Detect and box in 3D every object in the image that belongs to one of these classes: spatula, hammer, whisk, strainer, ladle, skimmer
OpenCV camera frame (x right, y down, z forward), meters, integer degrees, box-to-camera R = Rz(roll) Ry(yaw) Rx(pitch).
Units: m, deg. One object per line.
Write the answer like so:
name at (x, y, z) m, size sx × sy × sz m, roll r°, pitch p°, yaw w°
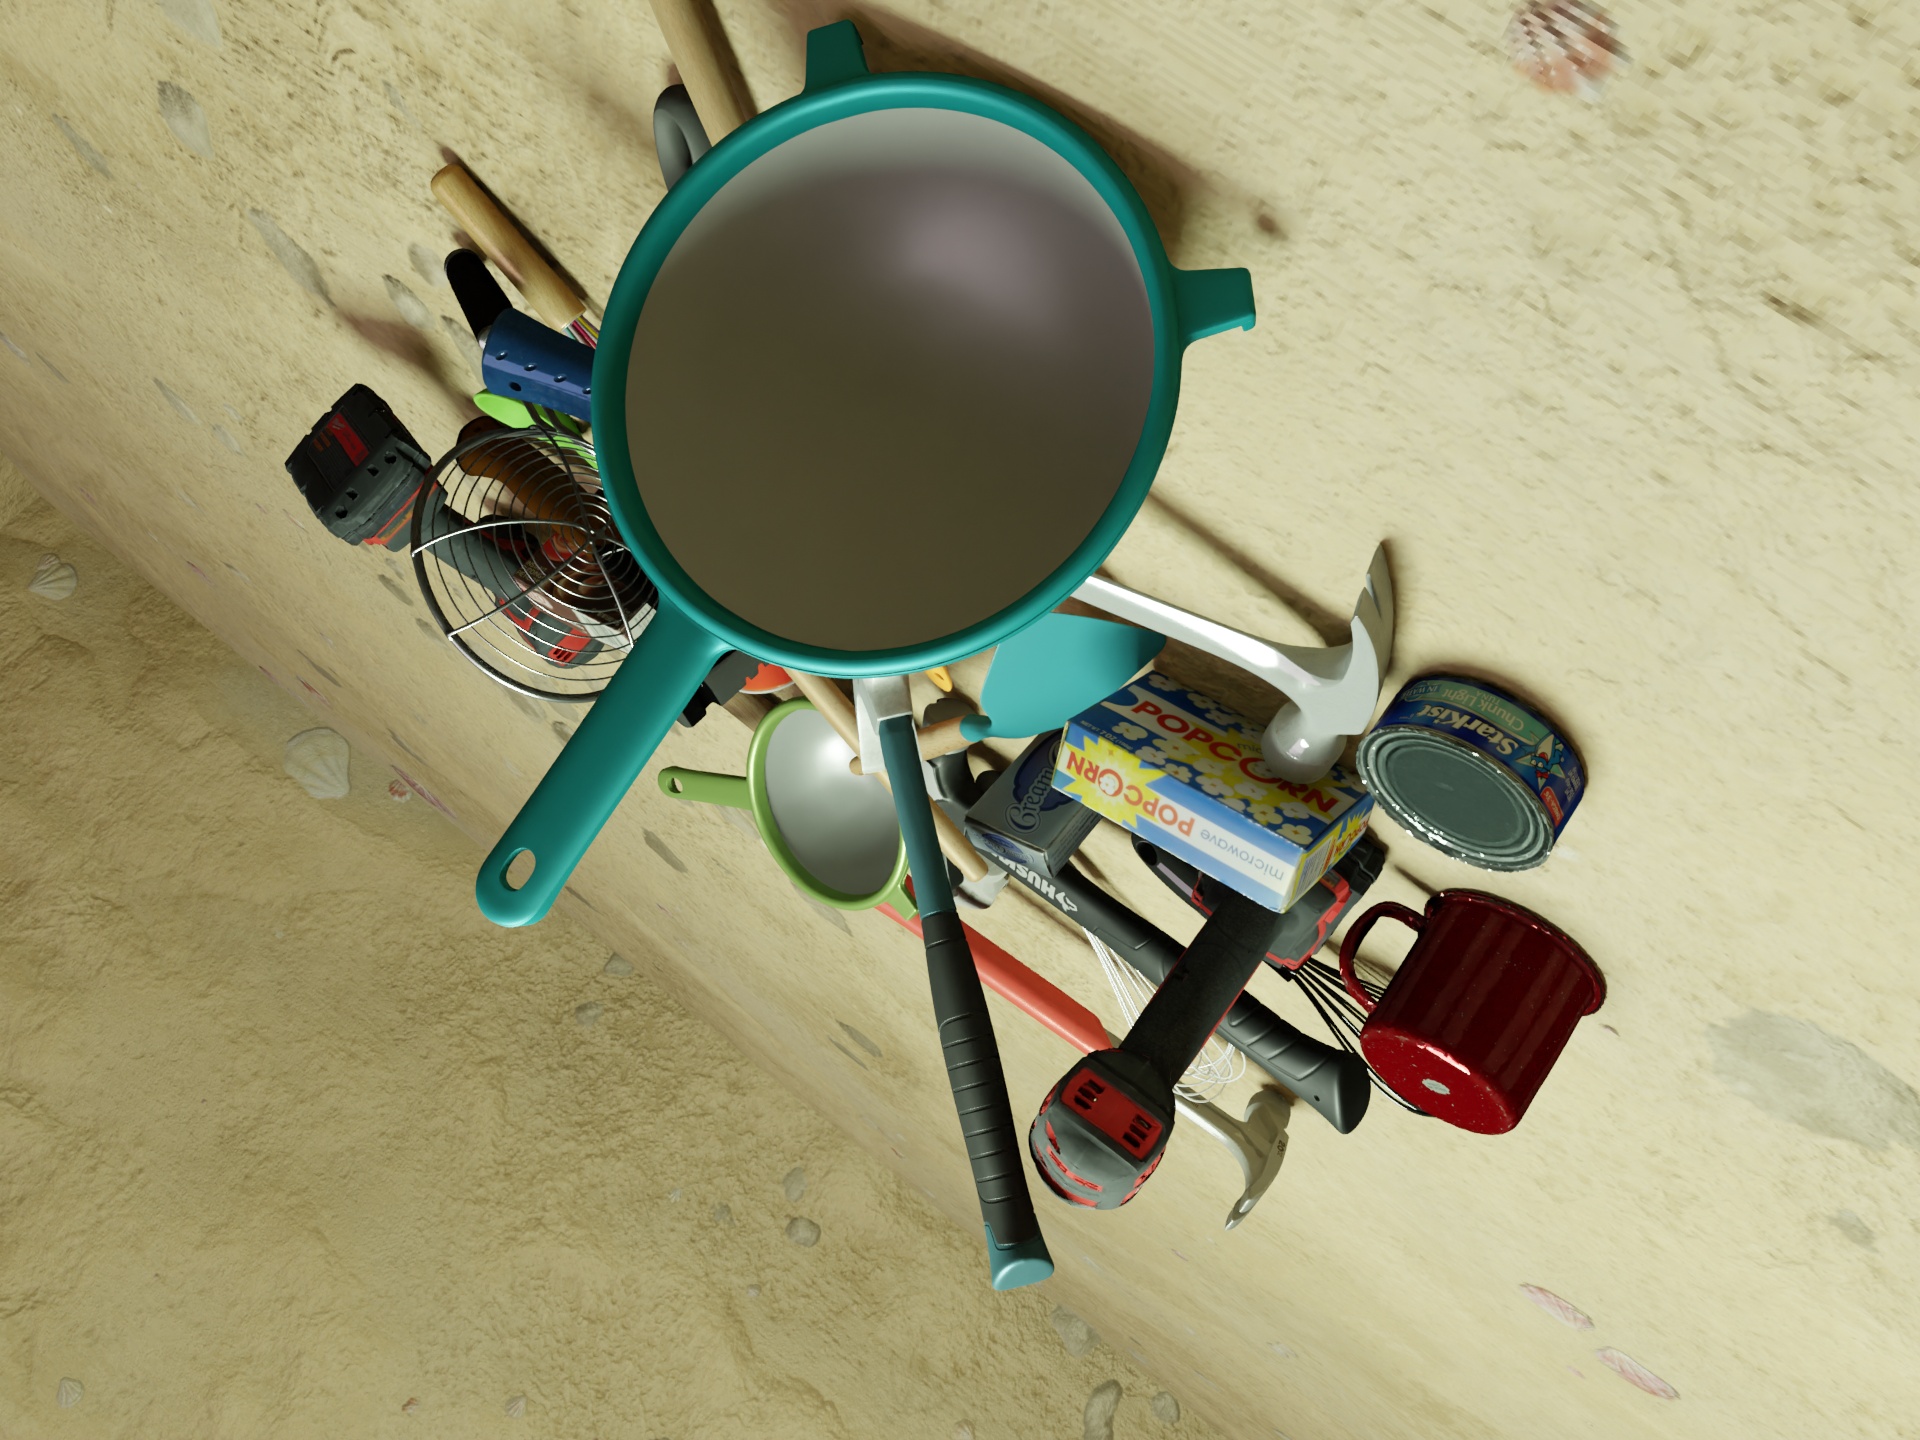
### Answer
spatula at (-0.001, -0.003, 0.875) m, size 0.082 × 0.044 × 0.317 m, roll 8°, pitch 169°, yaw -23°
hammer at (-0.104, 0.031, 1.184) m, size 0.331 × 0.031 × 0.130 m, roll 36°, pitch 158°, yaw 10°
whisk at (-0.100, -0.165, 0.763) m, size 0.073 × 0.073 × 0.295 m, roll 28°, pitch 149°, yaw 28°
hammer at (-0.013, -0.087, 0.670) m, size 0.405 × 0.035 × 0.144 m, roll 22°, pitch 154°, yaw 5°
strainer at (-0.111, 0.046, 1.118) m, size 0.256 × 0.069 × 0.151 m, roll 4°, pitch 109°, yaw 42°
ladle at (-0.093, -0.221, 0.638) m, size 0.078 × 0.062 × 0.319 m, roll -4°, pitch 137°, yaw 18°
whisk at (0.098, 0.140, 1.044) m, size 0.284 × 0.070 × 0.070 m, roll 52°, pitch 156°, yaw -16°
hammer at (0.094, 0.126, 0.928) m, size 0.335 × 0.035 × 0.146 m, roll 35°, pitch 137°, yaw 29°
strainer at (-0.056, -0.063, 0.585) m, size 0.211 × 0.340 × 0.095 m, roll 38°, pitch -174°, yaw 16°
skimmer at (-0.230, -0.142, 0.797) m, size 0.127 × 0.090 × 0.364 m, roll 15°, pitch -156°, yaw -36°
whisk at (-0.201, -0.200, 0.876) m, size 0.245 × 0.051 × 0.047 m, roll 49°, pitch 163°, yaw -14°
whisk at (0.191, 0.136, 0.892) m, size 0.239 × 0.055 × 0.055 m, roll 40°, pitch 159°, yaw 13°
hammer at (0.067, 0.208, 1.113) m, size 0.359 × 0.036 × 0.149 m, roll 34°, pitch -158°, yaw 11°
hammer at (-0.008, 0.110, 0.784) m, size 0.128 × 0.033 × 0.331 m, roll 106°, pitch 151°, yaw -74°
hammer at (-0.223, -0.122, 1.017) m, size 0.337 × 0.127 × 0.034 m, roll 37°, pitch 162°, yaw 35°

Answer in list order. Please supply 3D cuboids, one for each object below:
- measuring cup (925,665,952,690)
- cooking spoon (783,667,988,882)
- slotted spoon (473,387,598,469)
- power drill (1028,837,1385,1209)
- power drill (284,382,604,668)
measuring cup at (-0.010, -0.071, 0.807) m, size 0.095 × 0.052 × 0.173 m, roll 32°, pitch 164°, yaw 21°
cooking spoon at (-0.086, -0.026, 0.893) m, size 0.318 × 0.017 × 0.069 m, roll 50°, pitch 172°, yaw -15°
slotted spoon at (-0.183, -0.133, 0.956) m, size 0.314 × 0.031 × 0.070 m, roll 34°, pitch 178°, yaw 26°
power drill at (0.112, 0.145, 0.791) m, size 0.078 × 0.220 × 0.143 m, roll 35°, pitch 158°, yaw 14°
power drill at (-0.366, -0.141, 1.147) m, size 0.188 × 0.080 × 0.226 m, roll 43°, pitch -179°, yaw 42°
